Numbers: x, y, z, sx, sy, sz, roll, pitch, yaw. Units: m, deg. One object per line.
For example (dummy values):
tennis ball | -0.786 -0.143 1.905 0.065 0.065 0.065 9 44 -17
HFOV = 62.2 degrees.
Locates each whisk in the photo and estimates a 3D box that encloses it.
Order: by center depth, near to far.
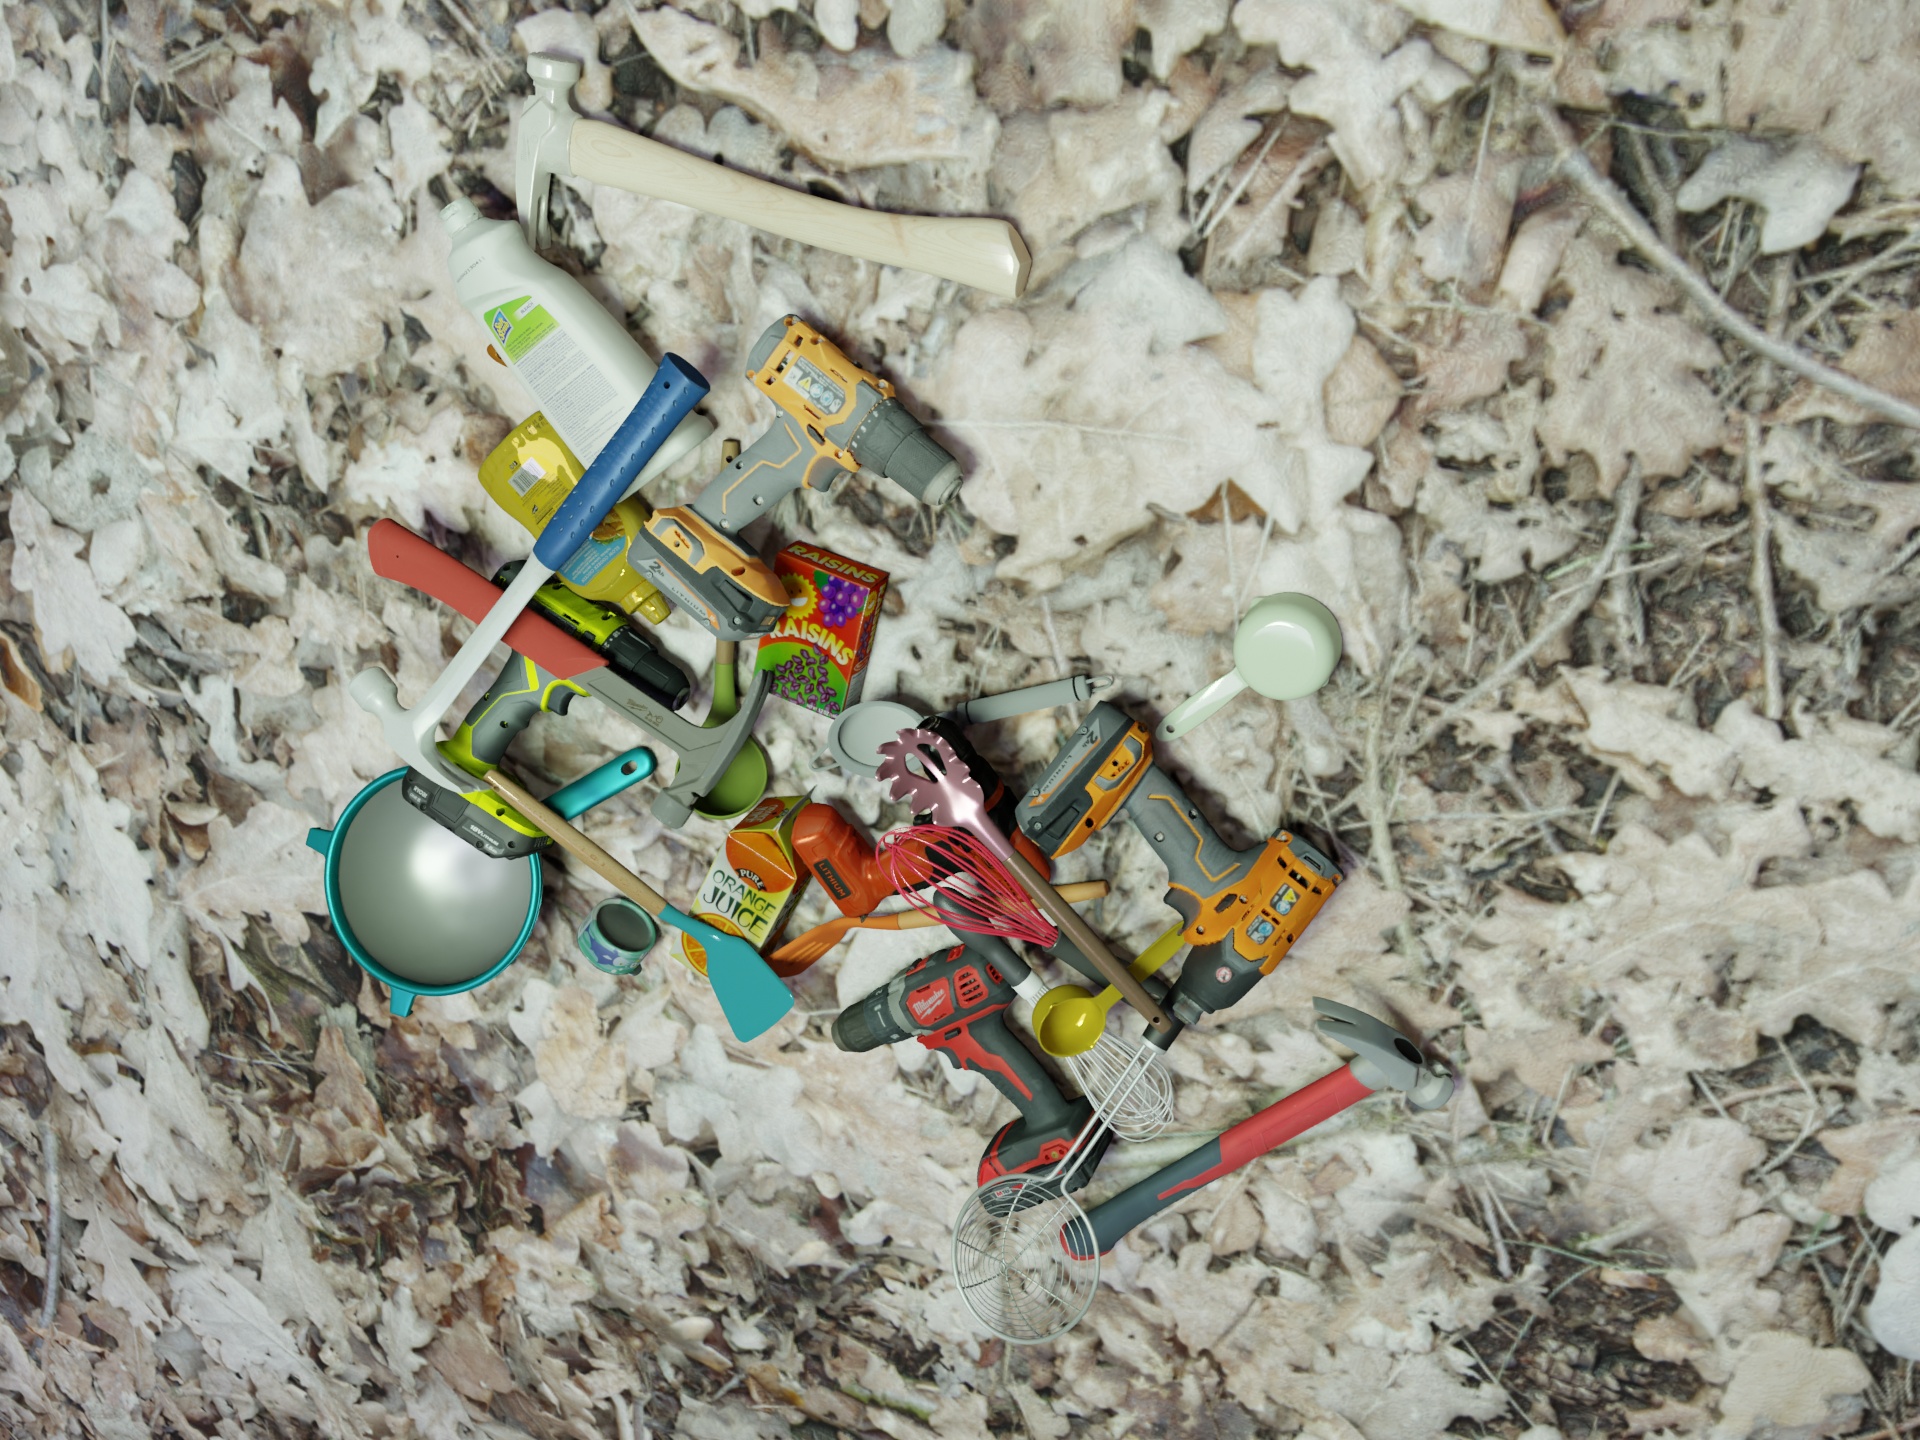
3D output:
whisk | 0.057 0.163 1.254 0.295 0.073 0.073 32 122 -21
whisk | 0.077 0.236 1.302 0.070 0.070 0.284 -36 103 30

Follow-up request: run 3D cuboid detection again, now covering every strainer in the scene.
strainer | -0.002 -0.004 1.267 0.258 0.050 0.086 -12 133 20
strainer | -0.414 0.112 1.463 0.340 0.095 0.211 -29 86 8

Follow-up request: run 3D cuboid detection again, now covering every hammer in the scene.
hammer | -0.146 -0.372 1.176 0.411 0.038 0.146 20 118 13
hammer | -0.326 -0.113 1.239 0.144 0.035 0.405 47 109 12
hammer | -0.332 -0.068 1.302 0.359 0.036 0.149 33 94 9
hammer | 0.206 0.349 1.304 0.143 0.038 0.386 32 127 -24

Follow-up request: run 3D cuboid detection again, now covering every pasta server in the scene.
pasta server | 0.054 0.124 1.197 0.060 0.040 0.316 -40 99 14

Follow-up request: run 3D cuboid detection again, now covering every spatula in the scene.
spatula | -0.273 0.148 1.332 0.317 0.044 0.082 40 125 -13
spatula | -0.027 0.176 1.346 0.322 0.081 0.041 -12 75 21

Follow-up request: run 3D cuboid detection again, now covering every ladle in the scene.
ladle | -0.194 -0.069 1.309 0.078 0.062 0.320 2 111 -8

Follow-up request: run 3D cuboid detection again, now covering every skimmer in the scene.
skimmer | 0.122 0.313 1.240 0.127 0.090 0.363 33 95 -5

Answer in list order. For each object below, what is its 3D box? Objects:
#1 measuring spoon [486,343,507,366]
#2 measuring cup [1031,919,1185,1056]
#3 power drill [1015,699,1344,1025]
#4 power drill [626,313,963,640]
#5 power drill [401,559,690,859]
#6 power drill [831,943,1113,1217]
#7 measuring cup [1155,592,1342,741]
measuring spoon | -0.341 -0.287 1.303 0.117 0.011 0.021 21 117 13
measuring cup | 0.121 0.203 1.253 0.156 0.029 0.062 -41 121 1
power drill | 0.151 0.109 1.194 0.226 0.084 0.164 38 85 4
power drill | -0.122 -0.164 1.199 0.185 0.084 0.226 39 101 8
power drill | -0.355 0.001 1.360 0.190 0.080 0.228 32 96 8
power drill | 0.006 0.309 1.372 0.188 0.080 0.226 -29 95 29
measuring cup | 0.204 -0.027 1.172 0.167 0.038 0.083 -38 93 29
